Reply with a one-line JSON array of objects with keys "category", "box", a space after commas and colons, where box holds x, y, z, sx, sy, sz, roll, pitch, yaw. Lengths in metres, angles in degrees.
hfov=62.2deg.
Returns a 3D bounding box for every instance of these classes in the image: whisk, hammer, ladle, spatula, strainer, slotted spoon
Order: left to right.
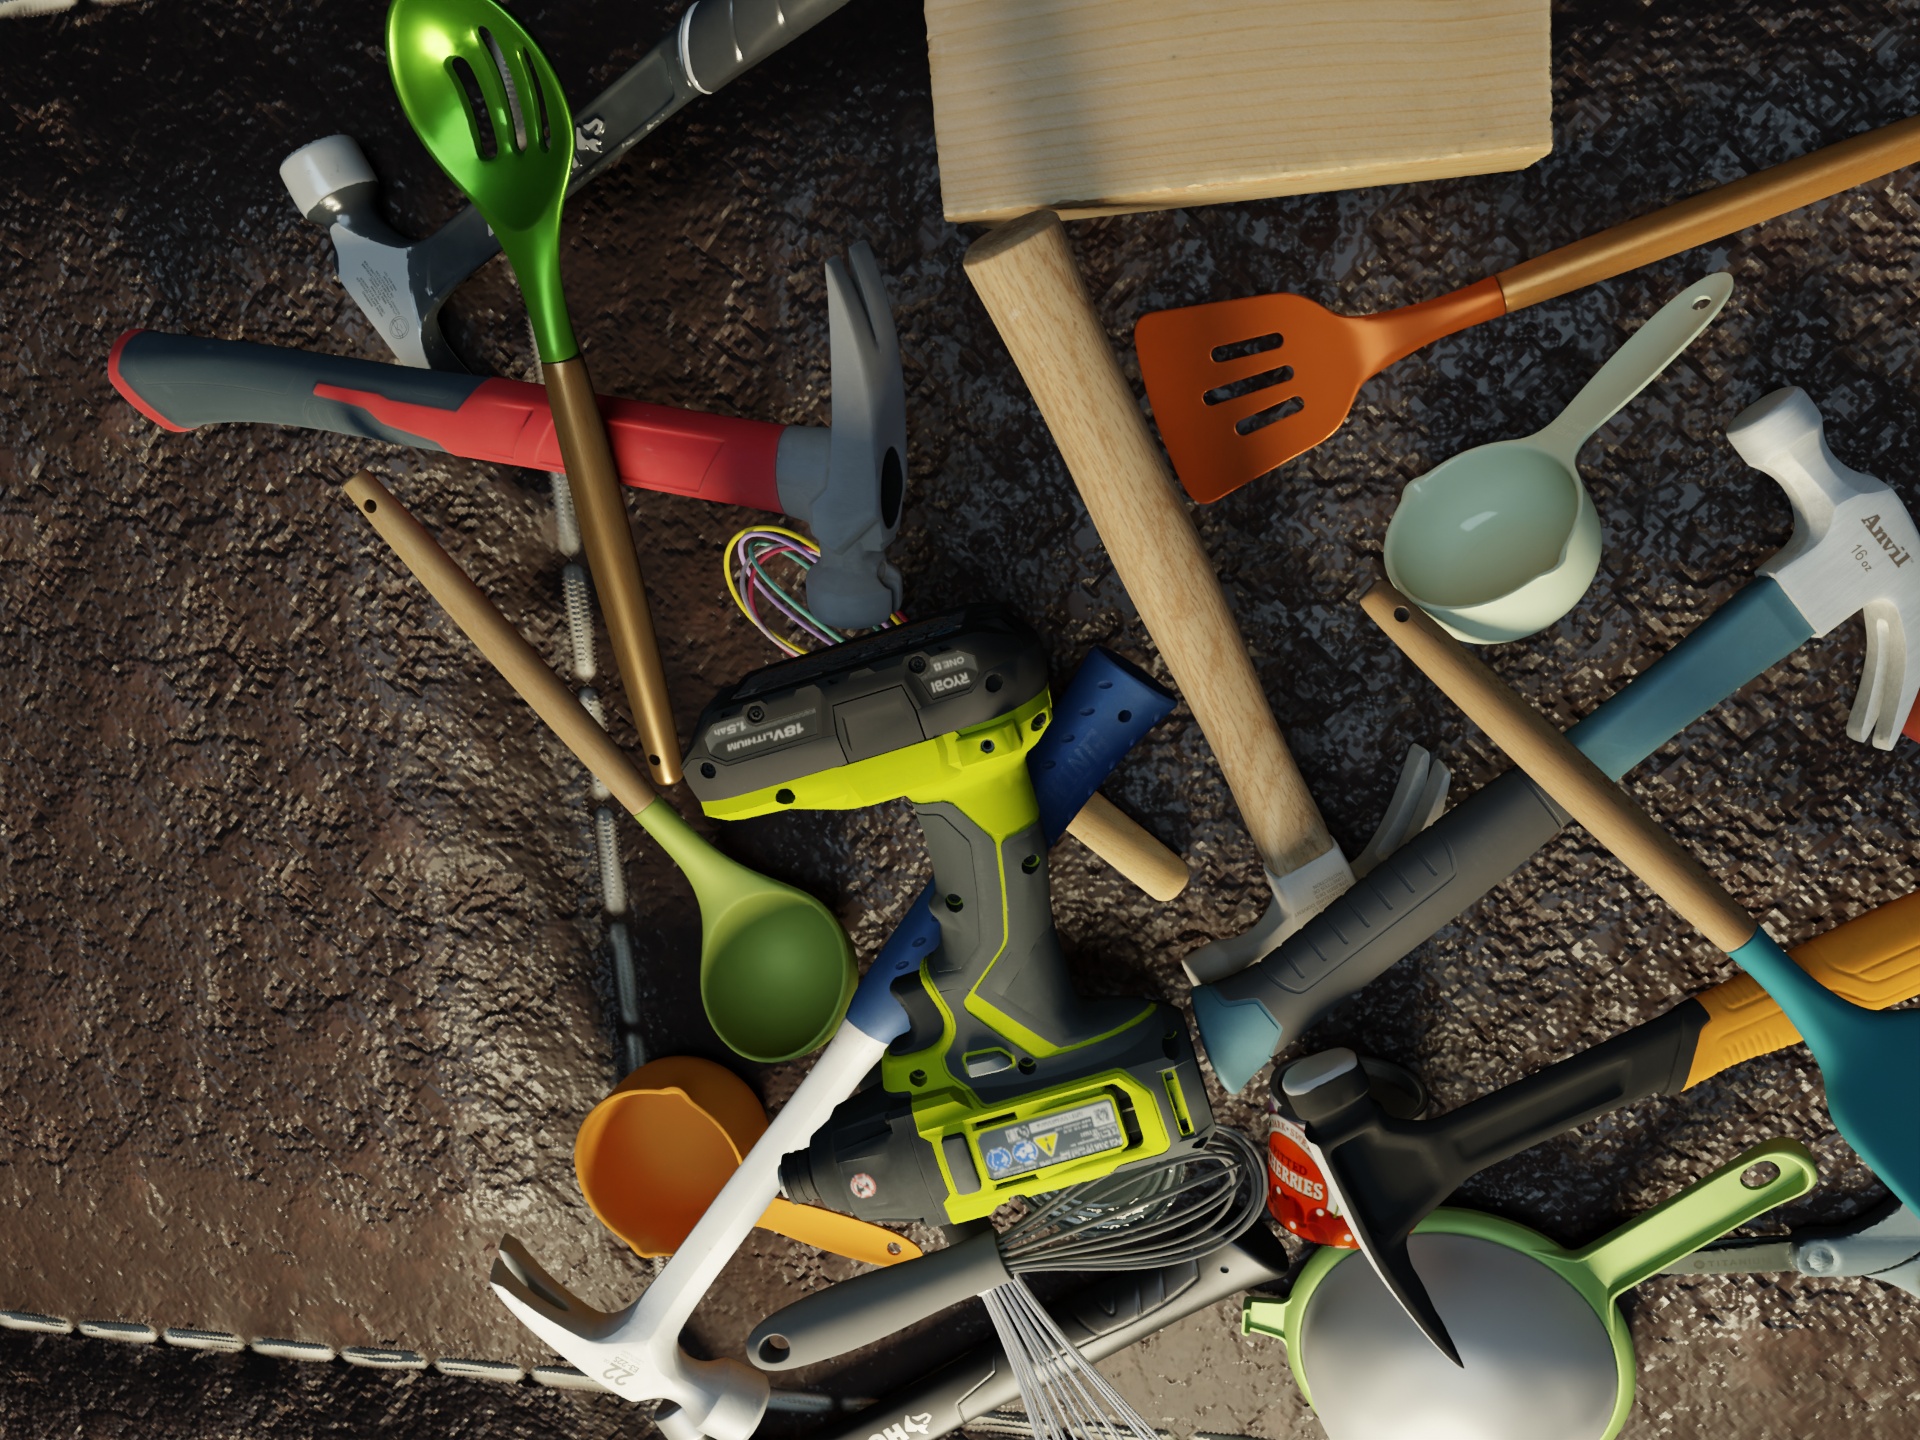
[{"category": "hammer", "box": [-0.202, -0.140, 0.654, 0.386, 0.038, 0.143, 13, 123, 20]}, {"category": "slotted spoon", "box": [-0.146, -0.112, 0.601, 0.070, 0.031, 0.313, 5, 120, 25]}, {"category": "ladle", "box": [-0.158, 0.022, 0.696, 0.078, 0.062, 0.320, -35, 105, 14]}, {"category": "hammer", "box": [-0.107, -0.235, 0.593, 0.409, 0.036, 0.149, -20, 103, 37]}, {"category": "hammer", "box": [-0.049, 0.138, 0.682, 0.144, 0.035, 0.405, 32, 103, -14]}, {"category": "whisk", "box": [-0.002, -0.001, 0.688, 0.245, 0.051, 0.047, 38, 98, -4]}, {"category": "hammer", "box": [0.013, 0.327, 0.774, 0.334, 0.035, 0.146, -35, 93, 19]}, {"category": "whisk", "box": [0.018, 0.232, 0.681, 0.239, 0.055, 0.055, -22, 98, 6]}, {"category": "whisk", "box": [0.029, 0.275, 0.711, 0.070, 0.070, 0.285, -39, 72, 20]}, {"category": "hammer", "box": [0.091, -0.035, 0.600, 0.130, 0.031, 0.331, -30, 116, -1]}, {"category": "hammer", "box": [0.221, 0.028, 0.612, 0.331, 0.033, 0.128, -40, 94, 8]}, {"category": "strainer", "box": [0.248, 0.260, 0.667, 0.151, 0.069, 0.256, 45, 117, 0]}, {"category": "spatula", "box": [0.225, -0.169, 0.596, 0.322, 0.041, 0.081, -19, 100, 14]}, {"category": "spatula", "box": [0.266, 0.059, 0.569, 0.317, 0.044, 0.082, 43, 89, 3]}, {"category": "hammer", "box": [0.301, 0.122, 0.608, 0.337, 0.034, 0.127, -27, 92, 6]}]

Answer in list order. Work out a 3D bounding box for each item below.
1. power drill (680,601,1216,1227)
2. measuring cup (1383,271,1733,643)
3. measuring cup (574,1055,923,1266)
[{"category": "power drill", "box": [-0.015, 0.082, 0.607, 0.171, 0.080, 0.223, -17, 101, 6]}, {"category": "measuring cup", "box": [0.234, -0.097, 0.600, 0.167, 0.083, 0.038, -46, 129, 2]}, {"category": "measuring cup", "box": [-0.095, 0.218, 0.764, 0.173, 0.052, 0.095, 16, 108, 7]}]
